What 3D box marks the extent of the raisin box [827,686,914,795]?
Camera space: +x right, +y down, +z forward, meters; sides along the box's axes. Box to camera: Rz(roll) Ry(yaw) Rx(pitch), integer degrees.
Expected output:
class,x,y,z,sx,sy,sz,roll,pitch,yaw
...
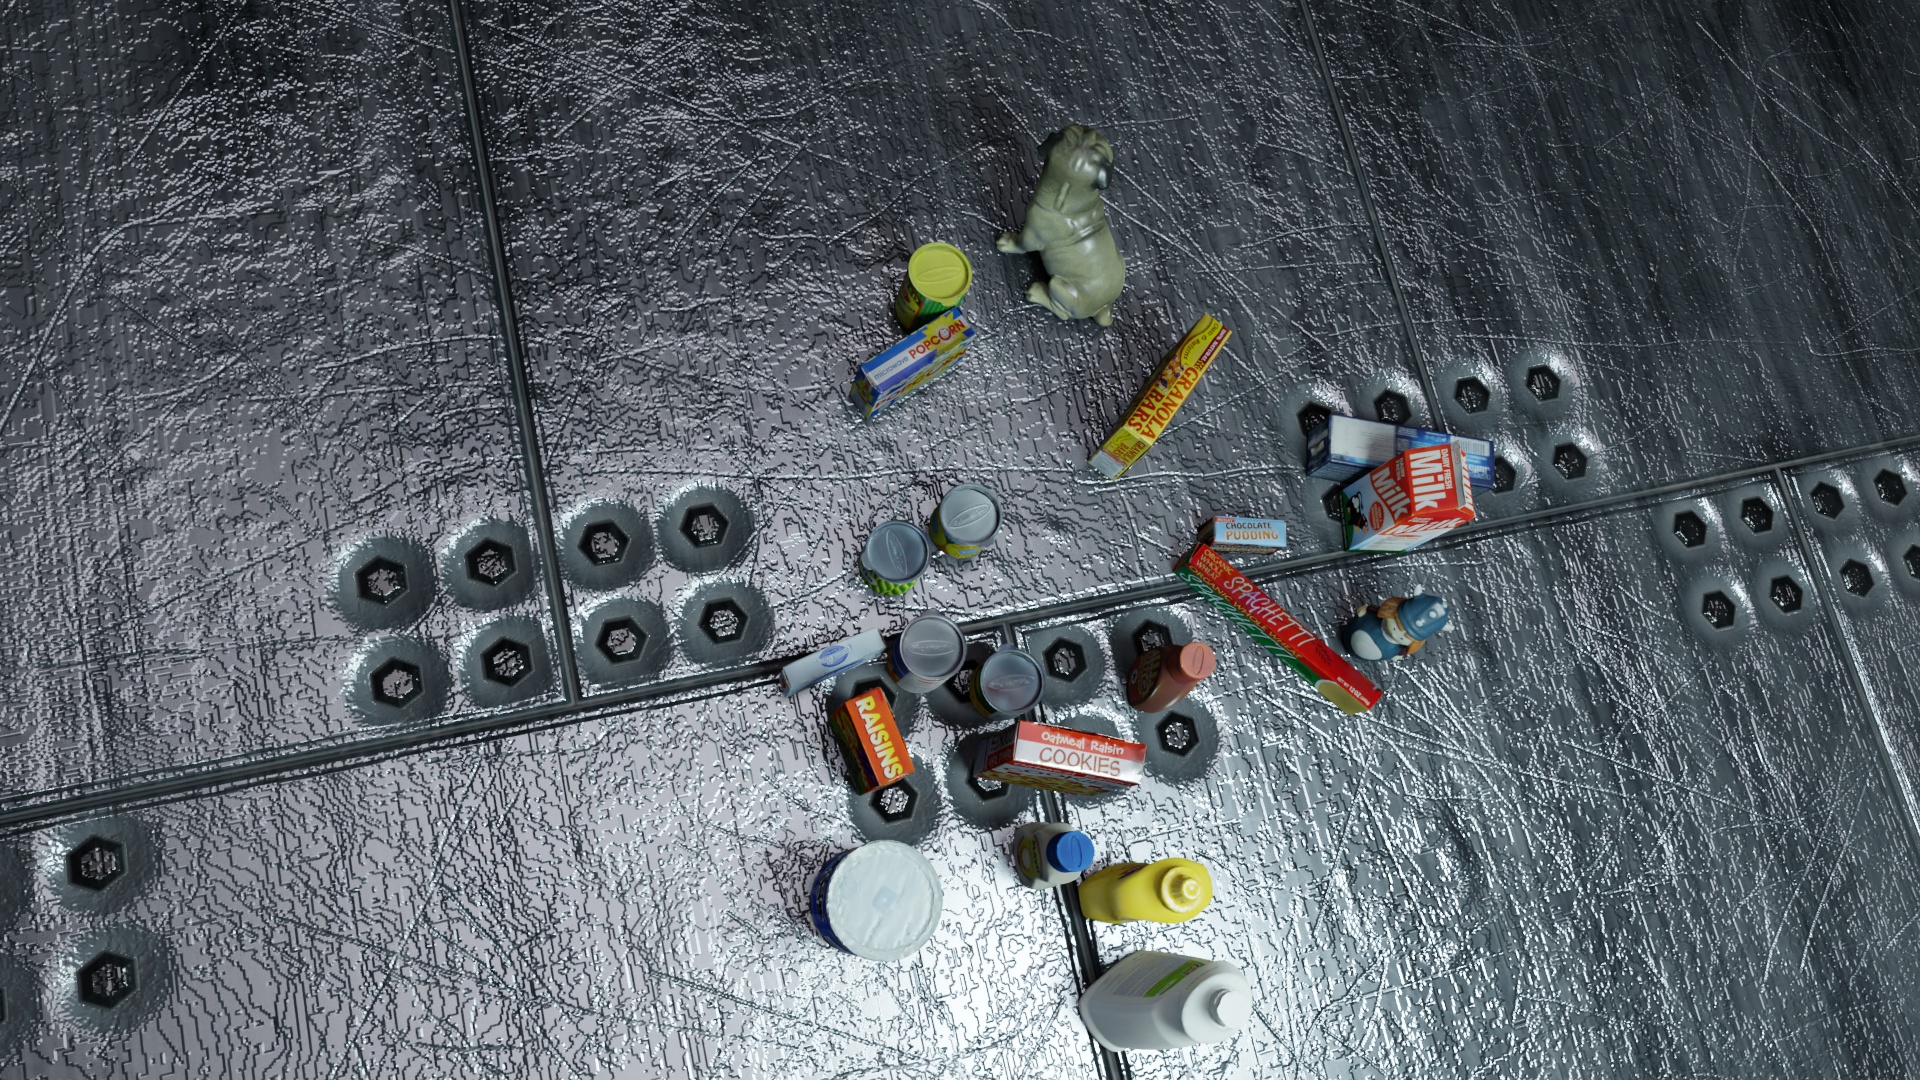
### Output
class,x,y,z,sx,sy,sz,roll,pitch,yaw
raisin box,-0.085,0.192,1.312,0.040,0.123,0.086,-20,81,-17

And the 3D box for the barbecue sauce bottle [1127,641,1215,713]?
class,x,y,z,sx,sy,sz,roll,pitch,yaw
barbecue sauce bottle,0.210,0.131,1.382,0.044,0.148,0.065,15,73,-8

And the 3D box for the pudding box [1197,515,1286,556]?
class,x,y,z,sx,sy,sz,roll,pitch,yaw
pudding box,0.303,-0.005,1.493,0.084,0.049,0.030,4,74,-11

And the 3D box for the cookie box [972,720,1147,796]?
class,x,y,z,sx,sy,sz,roll,pitch,yaw
cookie box,0.091,0.209,1.324,0.123,0.167,0.040,12,73,-9

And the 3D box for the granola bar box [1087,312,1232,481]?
class,x,y,z,sx,sy,sz,roll,pitch,yaw
granola bar box,0.211,-0.150,1.473,0.039,0.124,0.166,37,71,-1

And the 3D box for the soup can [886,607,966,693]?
class,x,y,z,sx,sy,sz,roll,pitch,yaw
soup can,-0.034,0.110,1.368,0.071,0.083,0.071,3,75,-12

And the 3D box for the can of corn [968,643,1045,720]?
class,x,y,z,sx,sy,sz,roll,pitch,yaw
can of corn,0.045,0.142,1.390,0.071,0.058,0.071,3,74,-12

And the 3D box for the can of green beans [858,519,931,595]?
class,x,y,z,sx,sy,sz,roll,pitch,yaw
can of green beans,-0.067,0.018,1.399,0.071,0.057,0.071,3,74,-12

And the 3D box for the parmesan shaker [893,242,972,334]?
class,x,y,z,sx,sy,sz,roll,pitch,yaw
parmesan shaker,-0.030,-0.258,1.460,0.071,0.102,0.071,3,75,-12

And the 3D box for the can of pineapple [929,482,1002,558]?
class,x,y,z,sx,sy,sz,roll,pitch,yaw
can of pineapple,0.005,-0.018,1.425,0.071,0.057,0.071,3,74,-12

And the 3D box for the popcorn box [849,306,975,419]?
class,x,y,z,sx,sy,sz,roll,pitch,yaw
popcorn box,-0.051,-0.184,1.444,0.127,0.085,0.038,-34,85,-19

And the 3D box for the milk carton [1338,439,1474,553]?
class,x,y,z,sx,sy,sz,roll,pitch,yaw
milk carton,0.479,-0.044,1.468,0.073,0.190,0.072,2,75,-12

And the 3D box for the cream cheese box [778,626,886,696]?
class,x,y,z,sx,sy,sz,roll,pitch,yaw
cream cheese box,-0.126,0.119,1.360,0.104,0.053,0.024,-23,81,-17

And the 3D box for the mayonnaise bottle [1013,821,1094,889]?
class,x,y,z,sx,sy,sz,roll,pitch,yaw
mayonnaise bottle,0.087,0.295,1.309,0.041,0.147,0.065,-5,77,-14

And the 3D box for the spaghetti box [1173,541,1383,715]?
class,x,y,z,sx,sy,sz,roll,pitch,yaw
spaghetti box,0.334,0.095,1.472,0.250,0.050,0.029,39,71,0
